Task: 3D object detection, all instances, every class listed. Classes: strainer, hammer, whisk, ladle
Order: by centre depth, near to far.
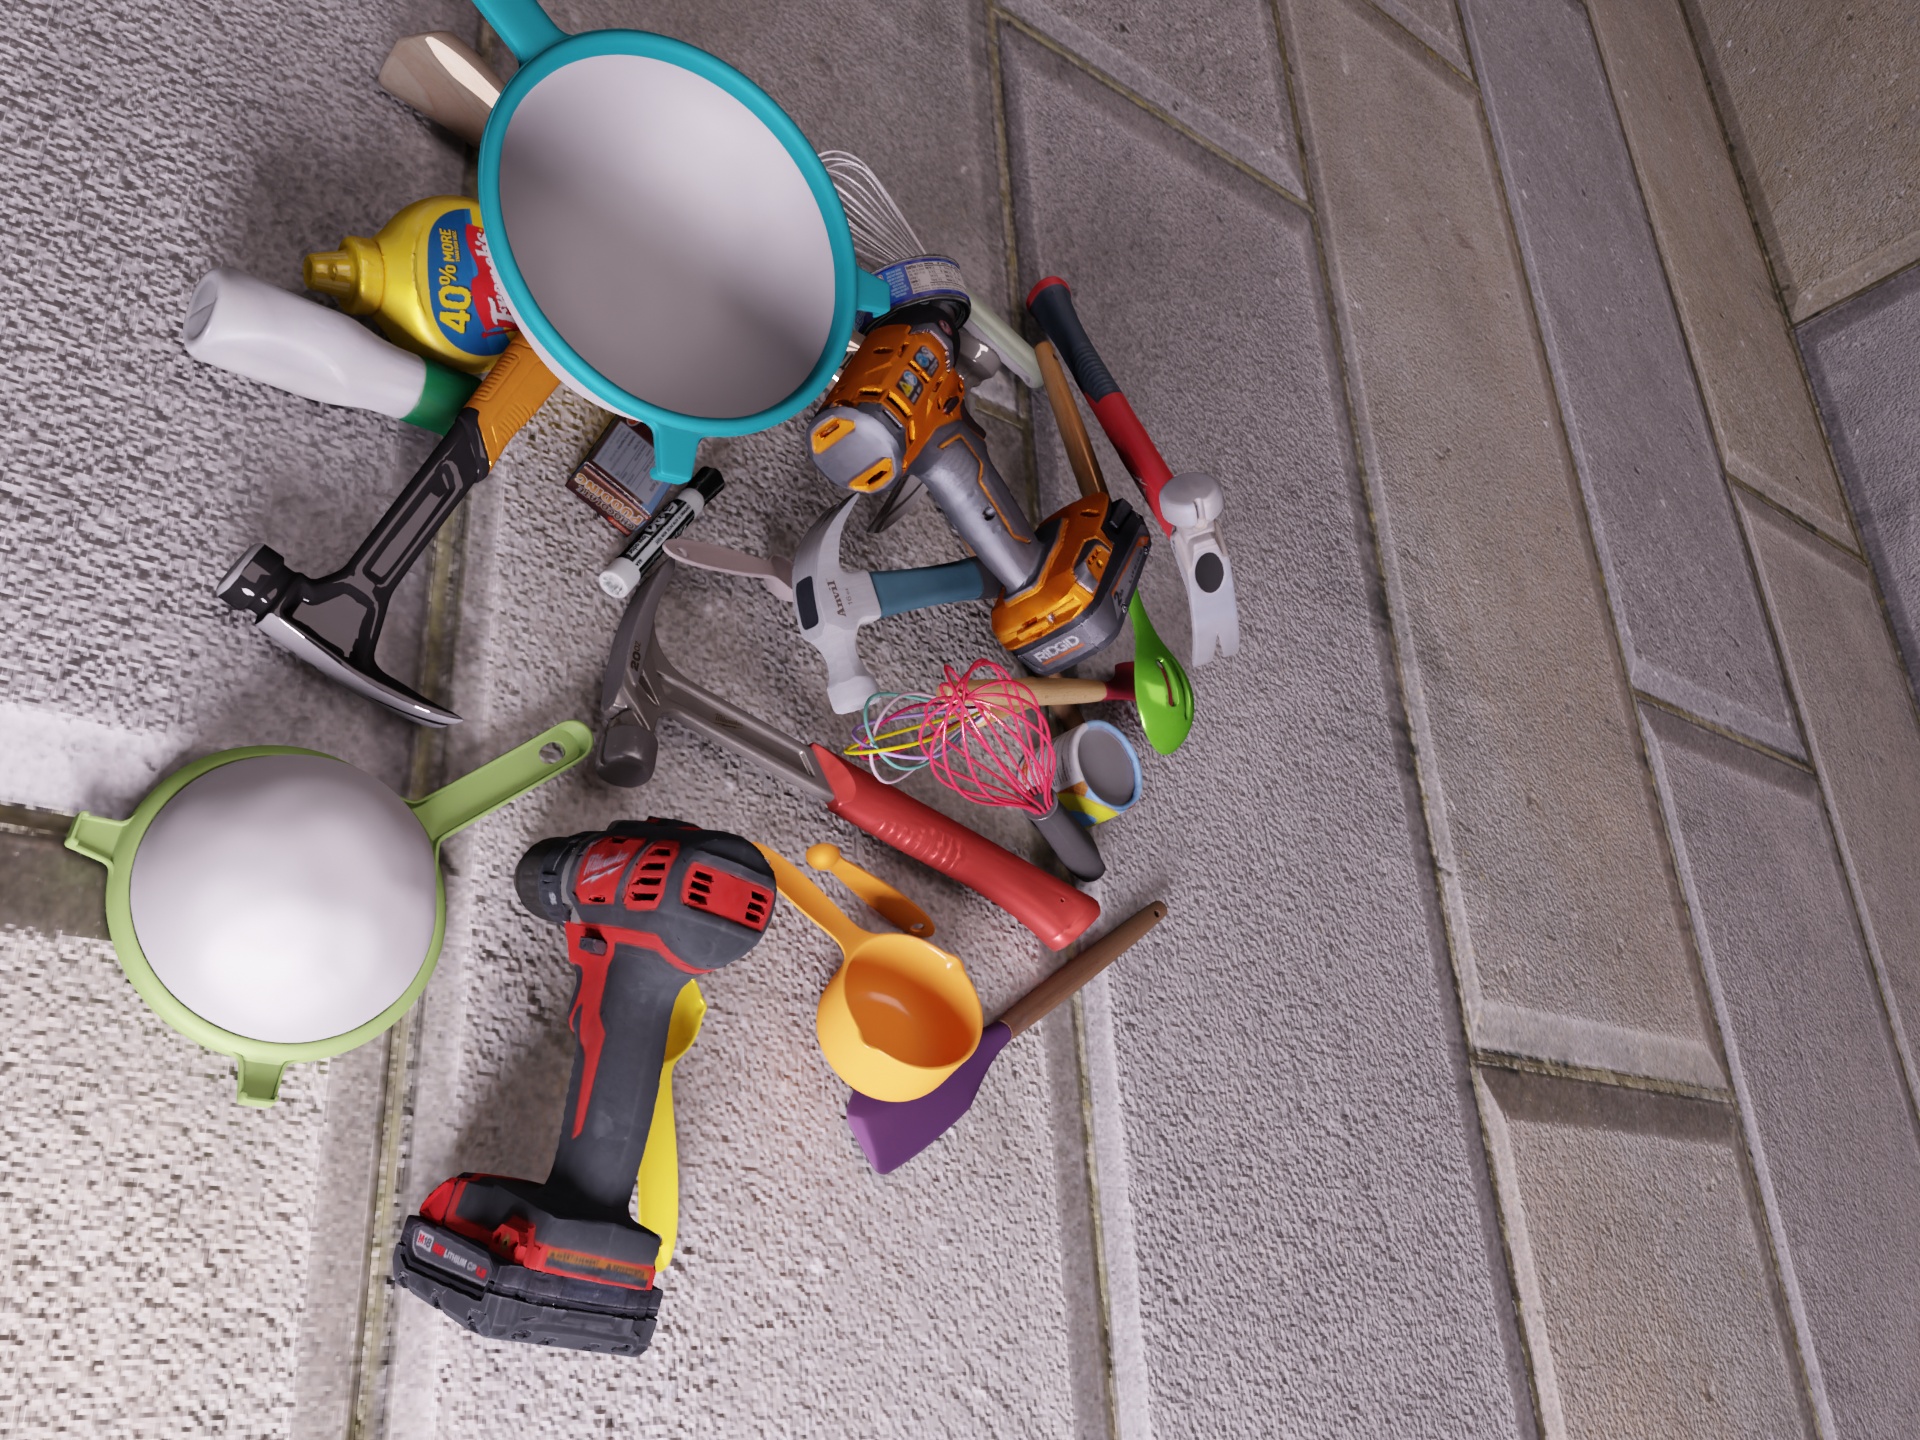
[{"bbox_3d":[-0.262,0.051,0.750,0.256,0.069,0.151,-35,94,-44],"label":"strainer"},{"bbox_3d":[-0.202,-0.288,0.815,0.340,0.095,0.211,52,55,-16],"label":"strainer"},{"bbox_3d":[-0.239,-0.159,0.844,0.127,0.034,0.337,40,61,-26],"label":"hammer"},{"bbox_3d":[0.042,0.043,0.960,0.295,0.073,0.073,51,33,-59],"label":"whisk"},{"bbox_3d":[-0.054,0.043,0.963,0.358,0.036,0.149,31,44,-29],"label":"hammer"},{"bbox_3d":[-0.174,-0.279,1.000,0.410,0.038,0.146,31,85,-19],"label":"hammer"},{"bbox_3d":[-0.004,-0.004,1.001,0.051,0.047,0.245,56,26,7],"label":"whisk"},{"bbox_3d":[0.016,-0.094,1.056,0.331,0.033,0.128,-15,85,-48],"label":"hammer"},{"bbox_3d":[0.077,-0.020,1.066,0.069,0.031,0.315,42,23,26],"label":"ladle"},{"bbox_3d":[0.116,-0.204,1.146,0.387,0.038,0.143,-109,-178,-48],"label":"hammer"},{"bbox_3d":[-0.022,-0.329,1.184,0.246,0.058,0.059,37,83,-27],"label":"whisk"}]

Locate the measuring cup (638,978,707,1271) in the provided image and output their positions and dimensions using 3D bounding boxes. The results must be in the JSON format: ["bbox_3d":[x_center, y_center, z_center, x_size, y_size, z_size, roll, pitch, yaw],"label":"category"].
[{"bbox_3d":[-0.161,0.198,0.807,0.062,0.029,0.156,5,78,-41],"label":"measuring cup"}]

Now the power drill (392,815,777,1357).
[{"bbox_3d":[-0.178,0.153,0.728,0.080,0.188,0.227,26,72,-37],"label":"power drill"}]

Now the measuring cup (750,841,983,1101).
[{"bbox_3d":[-0.068,0.142,0.902,0.174,0.052,0.095,42,39,11],"label":"measuring cup"}]

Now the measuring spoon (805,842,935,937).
[{"bbox_3d":[-0.051,0.104,0.933,0.116,0.021,0.011,42,28,-40],"label":"measuring spoon"}]

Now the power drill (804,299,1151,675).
[{"bbox_3d":[0.018,-0.156,1.000,0.226,0.084,0.164,43,45,-21],"label":"power drill"}]

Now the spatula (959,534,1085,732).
[{"bbox_3d":[0.023,-0.119,1.114,0.082,0.044,0.317,-29,91,-48],"label":"spatula"}]

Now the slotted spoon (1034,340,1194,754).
[{"bbox_3d":[0.106,-0.127,1.119,0.070,0.031,0.314,1,67,-55],"label":"slotted spoon"}]

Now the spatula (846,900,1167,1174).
[{"bbox_3d":[0.041,0.181,0.996,0.316,0.018,0.060,-27,88,-45],"label":"spatula"}]

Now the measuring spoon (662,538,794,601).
[{"bbox_3d":[-0.137,-0.090,0.956,0.124,0.018,0.034,8,45,-54],"label":"measuring spoon"}]
